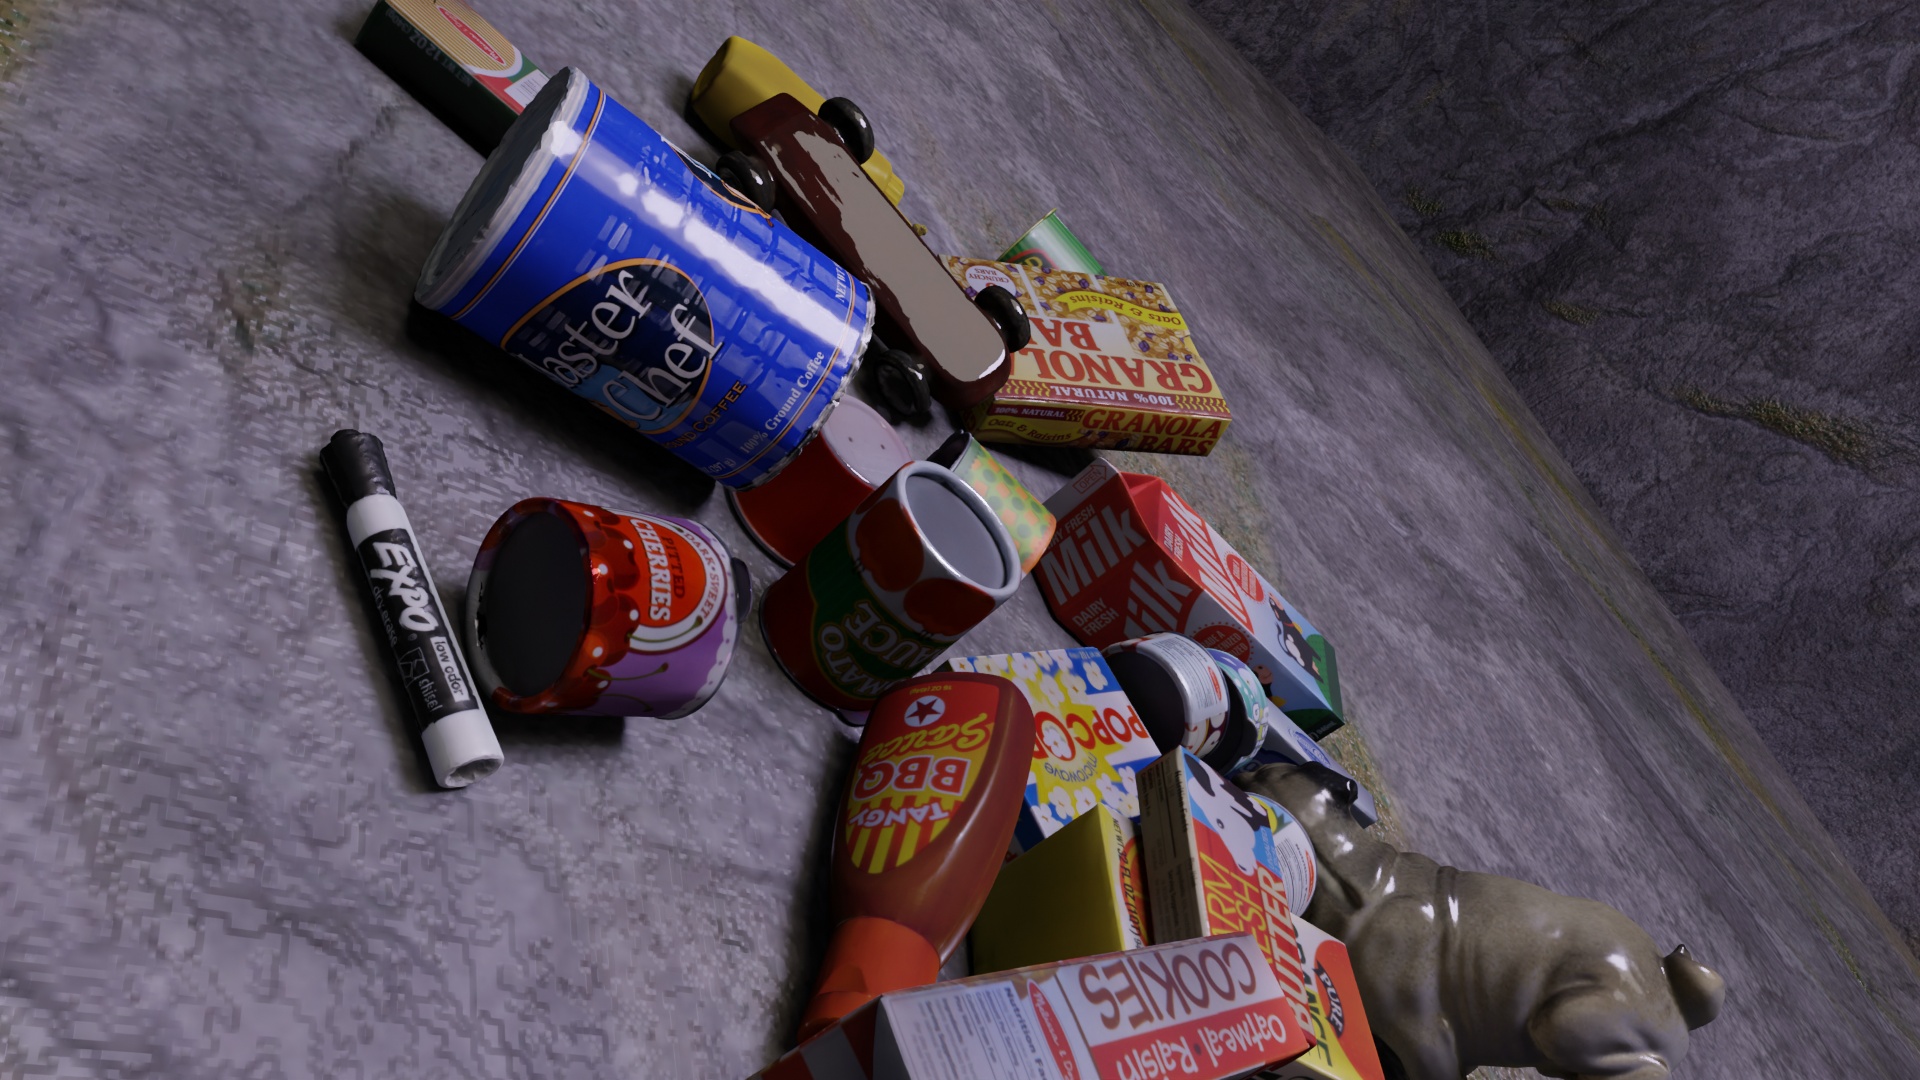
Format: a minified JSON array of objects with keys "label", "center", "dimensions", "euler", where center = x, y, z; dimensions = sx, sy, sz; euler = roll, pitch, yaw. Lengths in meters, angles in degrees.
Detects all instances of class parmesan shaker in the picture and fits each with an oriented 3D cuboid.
[{"label":"parmesan shaker","center":[0.074,-0.166,0.949],"dimensions":[0.103,0.071,0.071],"euler":[48,27,-4]}]

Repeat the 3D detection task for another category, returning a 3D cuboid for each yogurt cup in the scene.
[{"label":"yogurt cup","center":[-0.057,-0.026,0.591],"dimensions":[0.072,0.053,0.073],"euler":[36,30,-25]}]

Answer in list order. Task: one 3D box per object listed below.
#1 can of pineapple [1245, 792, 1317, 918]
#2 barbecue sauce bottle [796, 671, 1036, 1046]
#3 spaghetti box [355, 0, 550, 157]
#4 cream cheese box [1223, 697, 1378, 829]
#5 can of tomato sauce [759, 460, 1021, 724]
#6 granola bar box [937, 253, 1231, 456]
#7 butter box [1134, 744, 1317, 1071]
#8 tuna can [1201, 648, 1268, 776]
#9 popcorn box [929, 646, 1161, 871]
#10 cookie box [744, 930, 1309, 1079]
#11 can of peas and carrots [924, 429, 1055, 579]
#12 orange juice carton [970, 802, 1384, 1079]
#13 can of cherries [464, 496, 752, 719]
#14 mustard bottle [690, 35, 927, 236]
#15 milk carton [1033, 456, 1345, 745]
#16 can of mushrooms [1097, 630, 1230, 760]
[{"label":"can of pineapple","center":[0.115,0.149,0.612],"dimensions":[0.071,0.070,0.058],"euler":[57,28,15]},{"label":"barbecue sauce bottle","center":[-0.016,0.110,0.473],"dimensions":[0.149,0.065,0.043],"euler":[-71,146,-50]},{"label":"spaghetti box","center":[-0.156,-0.155,0.636],"dimensions":[0.250,0.028,0.050],"euler":[41,28,-17]},{"label":"cream cheese box","center":[0.165,0.124,0.730],"dimensions":[0.103,0.053,0.024],"euler":[42,25,-14]},{"label":"can of tomato sauce","center":[-0.027,0.020,0.544],"dimensions":[0.071,0.083,0.071],"euler":[36,29,-24]},{"label":"granola bar box","center":[0.069,-0.112,0.842],"dimensions":[0.166,0.038,0.125],"euler":[2,49,-27]},{"label":"butter box","center":[0.090,0.125,0.483],"dimensions":[0.053,0.024,0.104],"euler":[36,29,-23]},{"label":"tuna can","center":[0.120,0.088,0.692],"dimensions":[0.033,0.071,0.071],"euler":[-1,56,-58]},{"label":"popcorn box","center":[0.037,0.092,0.596],"dimensions":[0.127,0.038,0.085],"euler":[3,53,-55]},{"label":"cookie box","center":[0.001,0.153,0.370],"dimensions":[0.167,0.122,0.040],"euler":[13,45,-50]},{"label":"can of peas and carrots","center":[0.002,-0.008,0.641],"dimensions":[0.058,0.070,0.071],"euler":[43,27,-14]},{"label":"orange juice carton","center":[0.097,0.182,0.531],"dimensions":[0.192,0.072,0.072],"euler":[34,31,-29]},{"label":"can of cherries","center":[-0.110,0.021,0.432],"dimensions":[0.058,0.071,0.072],"euler":[12,45,-50]},{"label":"mustard bottle","center":[-0.082,-0.224,0.815],"dimensions":[0.160,0.048,0.065],"euler":[36,30,-27]},{"label":"milk carton","center":[0.117,0.037,0.749],"dimensions":[0.190,0.072,0.074],"euler":[42,28,-14]},{"label":"can of mushrooms","center":[0.090,0.080,0.663],"dimensions":[0.033,0.070,0.071],"euler":[-9,62,-48]}]
